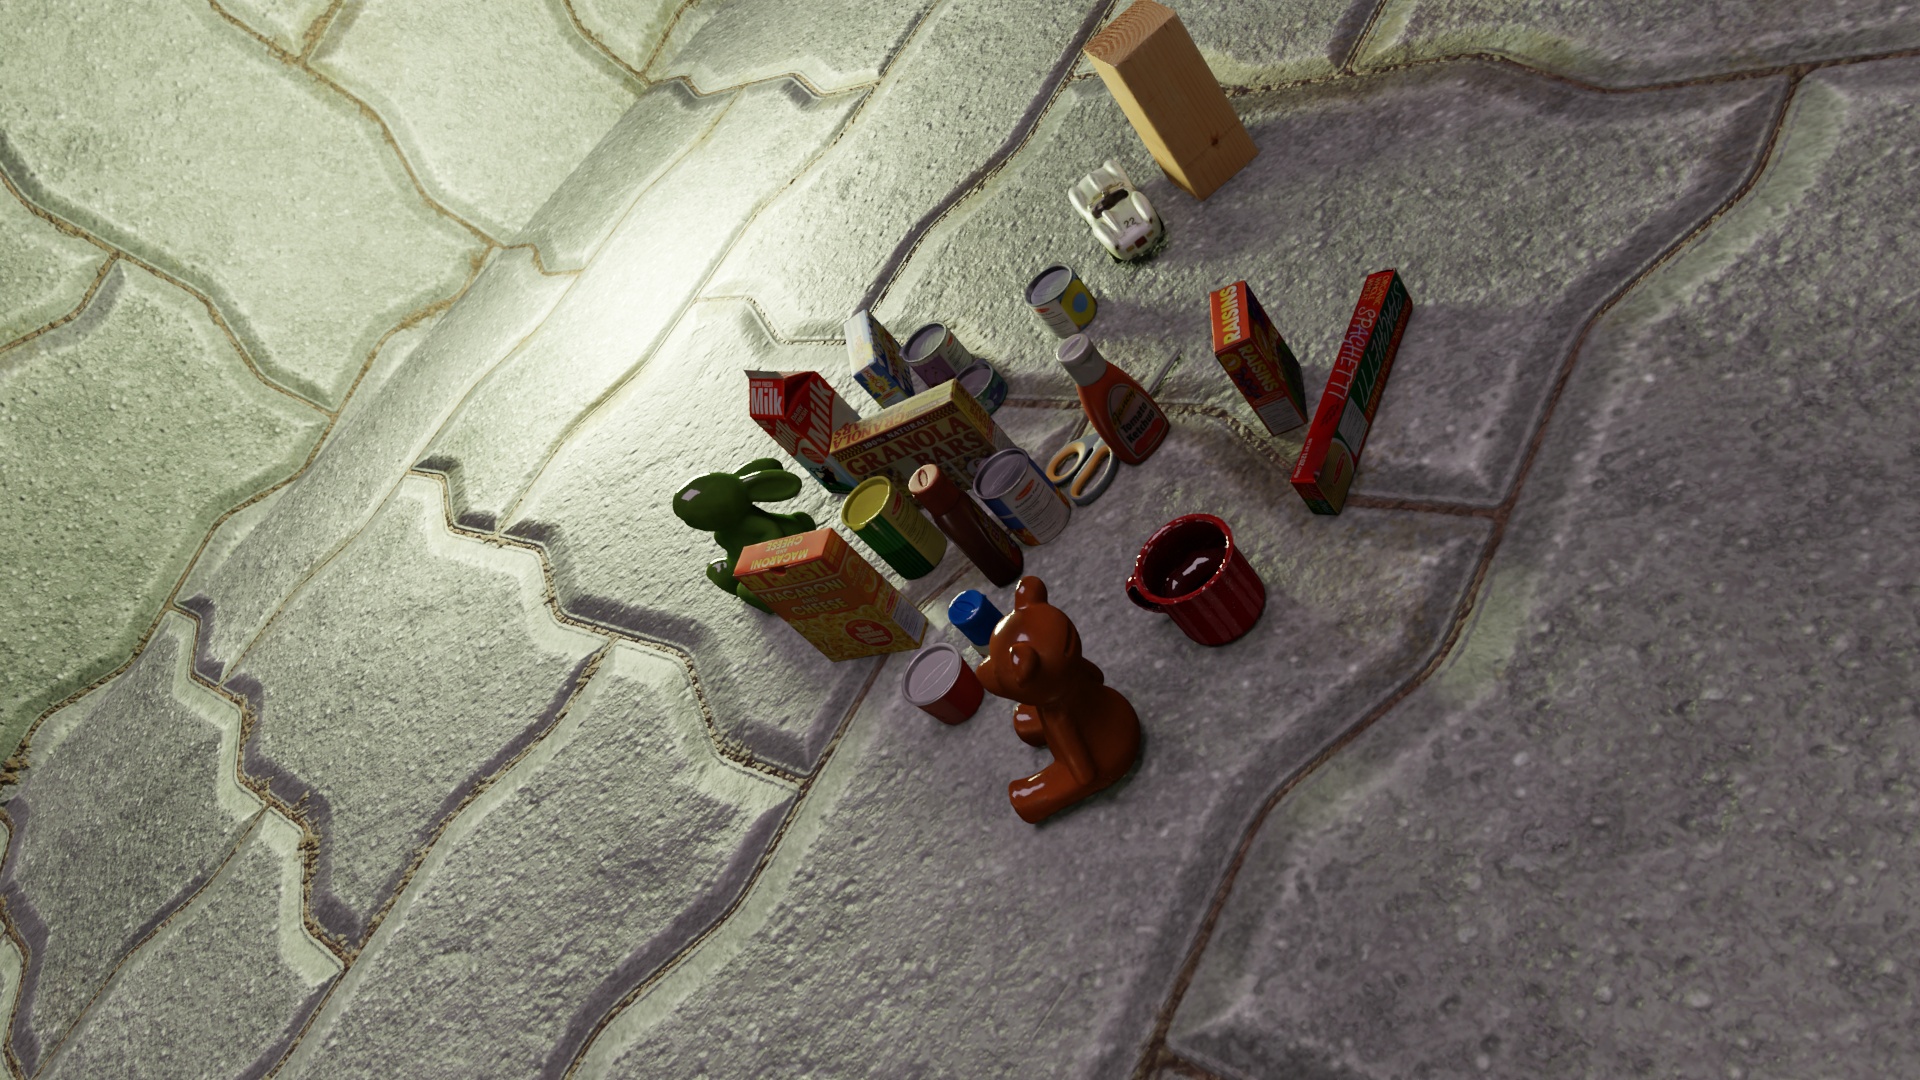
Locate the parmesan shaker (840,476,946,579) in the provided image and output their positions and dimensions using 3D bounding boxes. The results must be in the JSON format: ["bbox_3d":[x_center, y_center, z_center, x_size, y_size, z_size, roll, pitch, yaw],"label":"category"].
[{"bbox_3d":[-0.071,-0.010,1.481,0.071,0.103,0.072,-25,41,24],"label":"parmesan shaker"}]

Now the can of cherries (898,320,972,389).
[{"bbox_3d":[-0.030,-0.223,1.686,0.071,0.058,0.072,-25,41,24],"label":"can of cherries"}]

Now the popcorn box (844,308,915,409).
[{"bbox_3d":[-0.100,-0.221,1.727,0.038,0.085,0.127,-32,38,16],"label":"popcorn box"}]

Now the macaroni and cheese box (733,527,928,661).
[{"bbox_3d":[-0.131,0.059,1.417,0.123,0.166,0.040,-12,47,35],"label":"macaroni and cheese box"}]

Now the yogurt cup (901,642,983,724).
[{"bbox_3d":[-0.014,0.140,1.325,0.072,0.054,0.073,-25,41,24],"label":"yogurt cup"}]

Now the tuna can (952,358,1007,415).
[{"bbox_3d":[0.020,-0.175,1.614,0.071,0.032,0.071,-25,41,24],"label":"tuna can"}]

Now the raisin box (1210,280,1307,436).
[{"bbox_3d":[0.277,-0.169,1.295,0.040,0.123,0.086,-21,42,28],"label":"raisin box"}]

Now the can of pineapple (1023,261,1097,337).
[{"bbox_3d":[0.117,-0.278,1.603,0.071,0.057,0.071,-25,41,24],"label":"can of pineapple"}]

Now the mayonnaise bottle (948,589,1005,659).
[{"bbox_3d":[0.044,0.098,1.233,0.065,0.147,0.041,14,65,49],"label":"mayonnaise bottle"}]

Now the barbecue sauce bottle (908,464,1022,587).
[{"bbox_3d":[0.005,-0.017,1.380,0.043,0.148,0.065,-34,38,14],"label":"barbecue sauce bottle"}]

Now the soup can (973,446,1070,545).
[{"bbox_3d":[0.062,-0.045,1.408,0.071,0.083,0.072,-25,41,24],"label":"soup can"}]

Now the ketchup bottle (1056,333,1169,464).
[{"bbox_3d":[0.147,-0.142,1.369,0.065,0.148,0.043,-51,37,-8],"label":"ketchup bottle"}]

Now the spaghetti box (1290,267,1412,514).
[{"bbox_3d":[0.356,-0.137,1.252,0.028,0.050,0.251,0,55,43],"label":"spaghetti box"}]

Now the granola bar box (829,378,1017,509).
[{"bbox_3d":[-0.040,-0.097,1.520,0.165,0.124,0.039,-21,43,28],"label":"granola bar box"}]

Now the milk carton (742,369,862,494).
[{"bbox_3d":[-0.174,-0.138,1.628,0.072,0.190,0.074,8,60,47],"label":"milk carton"}]
